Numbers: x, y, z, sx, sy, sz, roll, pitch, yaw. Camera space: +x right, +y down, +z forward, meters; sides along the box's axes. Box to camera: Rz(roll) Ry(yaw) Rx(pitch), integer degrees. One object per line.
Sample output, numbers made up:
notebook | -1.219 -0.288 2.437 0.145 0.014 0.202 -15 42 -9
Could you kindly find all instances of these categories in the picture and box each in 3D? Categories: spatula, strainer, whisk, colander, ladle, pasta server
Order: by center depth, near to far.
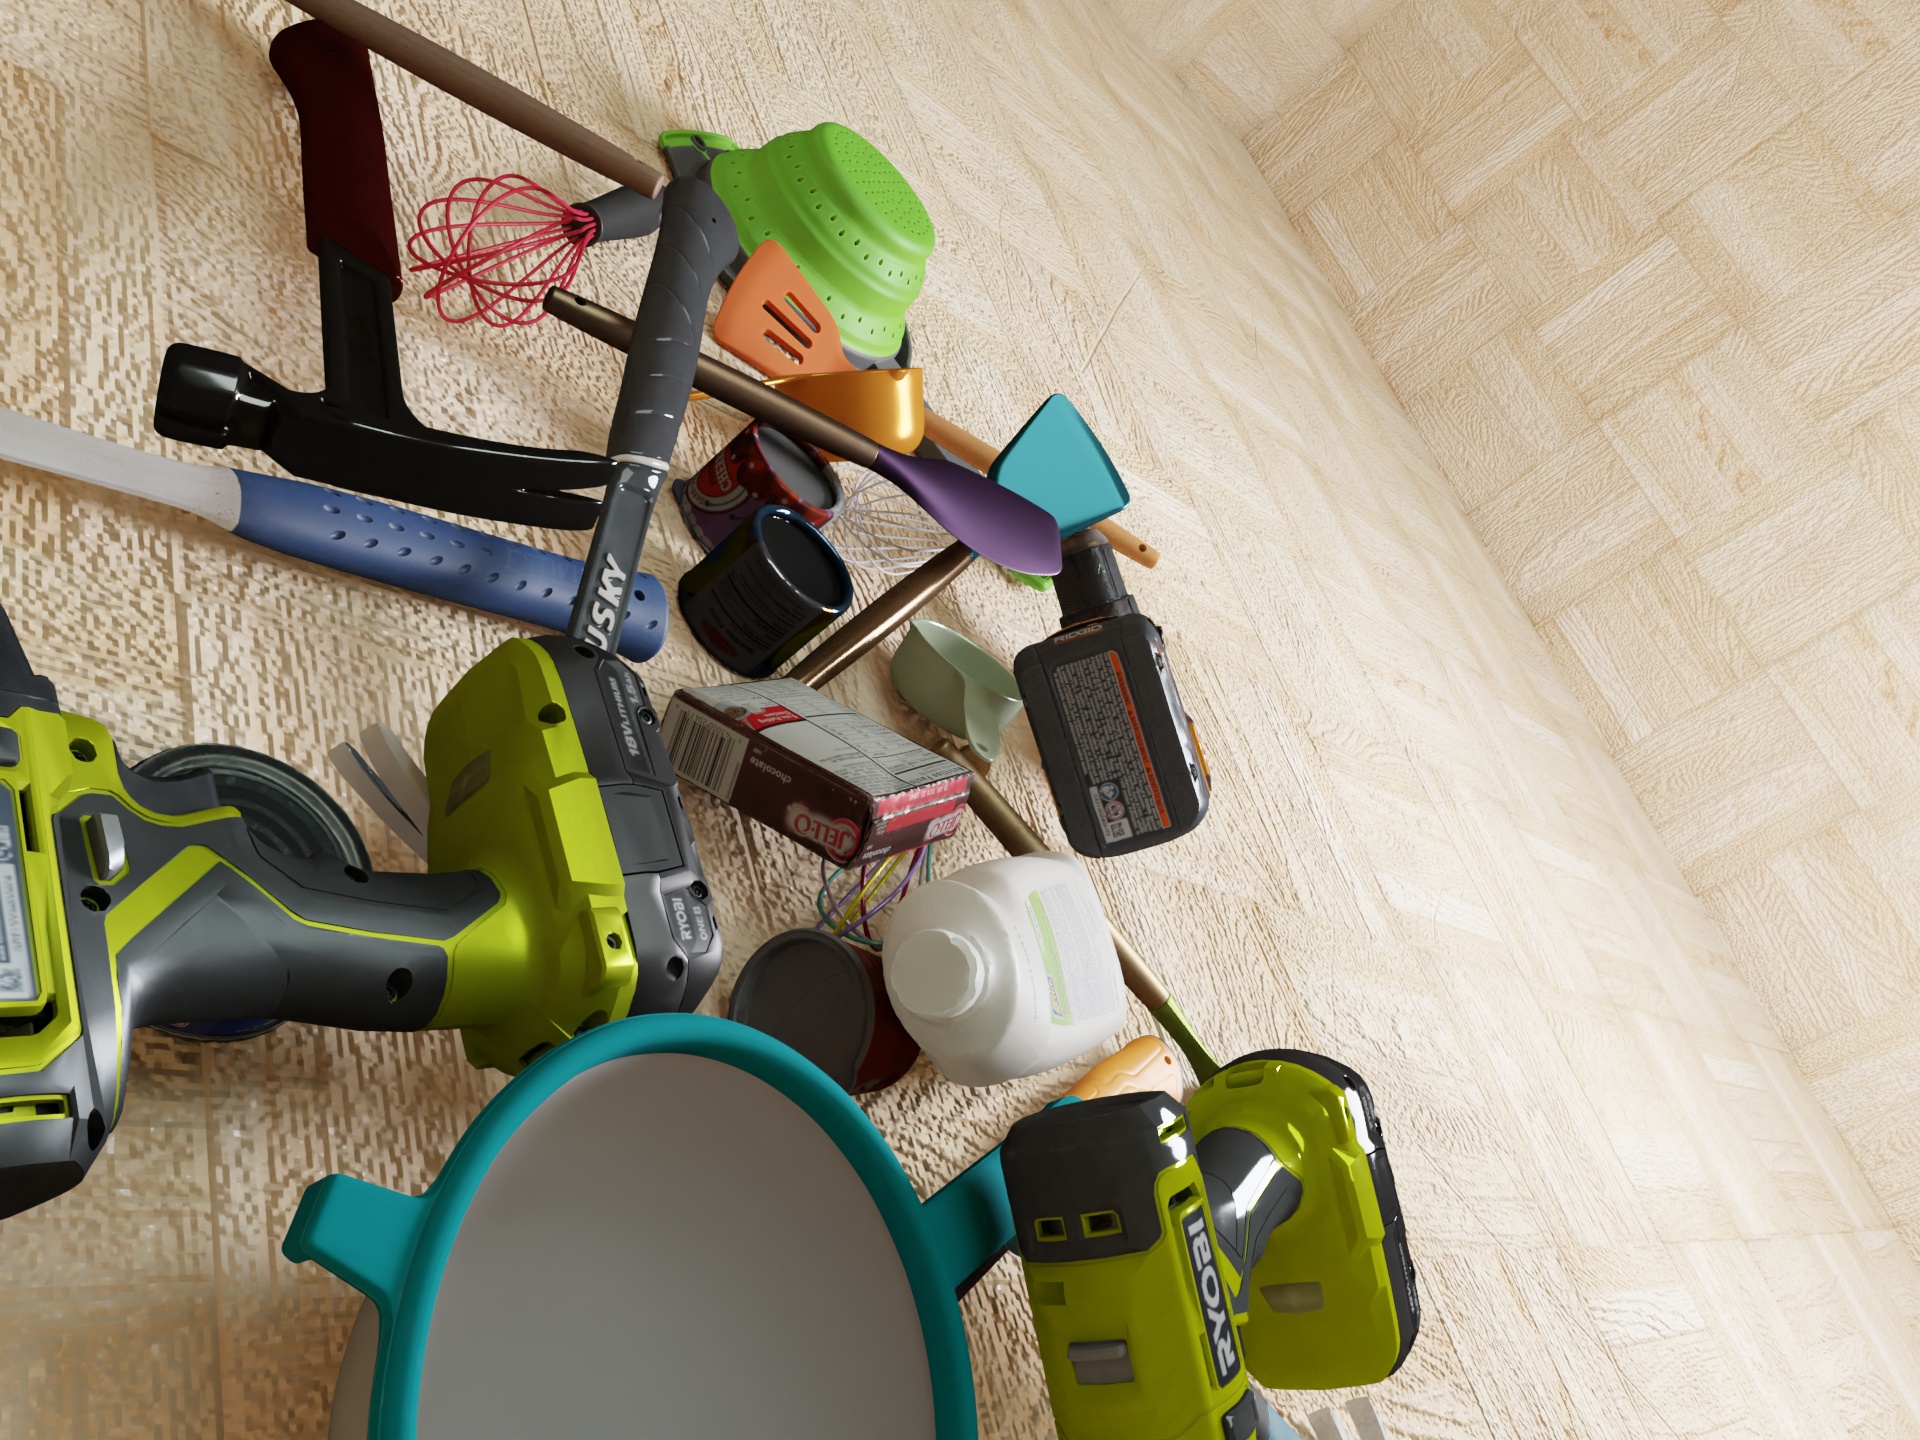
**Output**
strainer | -0.062 0.187 0.488 0.340 0.095 0.211 -13 81 -61
pasta server | -0.280 -0.332 0.736 0.316 0.040 0.060 27 23 -8
whisk | -0.019 0.054 0.770 0.245 0.051 0.047 -49 144 -68
spatula | -0.067 -0.145 0.820 0.315 0.018 0.060 22 50 -31
ladle | 0.095 0.120 0.834 0.320 0.078 0.062 49 66 -17
whisk | -0.207 -0.258 0.837 0.073 0.073 0.296 48 22 -11
spatula | -0.007 -0.086 0.870 0.082 0.044 0.317 56 42 -9
whisk | 0.014 -0.114 0.993 0.284 0.070 0.070 3 56 -54
spatula | -0.006 -0.184 1.011 0.322 0.041 0.081 30 69 -11
colander | -0.035 -0.267 1.075 0.397 0.094 0.204 53 27 -1

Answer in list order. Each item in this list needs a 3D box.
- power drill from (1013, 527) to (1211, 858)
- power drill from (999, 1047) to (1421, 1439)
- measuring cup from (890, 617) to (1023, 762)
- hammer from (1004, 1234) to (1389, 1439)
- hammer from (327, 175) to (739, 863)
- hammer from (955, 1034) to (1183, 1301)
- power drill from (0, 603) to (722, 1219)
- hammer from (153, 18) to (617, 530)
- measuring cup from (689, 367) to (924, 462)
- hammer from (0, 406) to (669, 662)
power drill | 0.086 -0.023 0.913 0.226 0.084 0.185 -32 105 -79
power drill | 0.100 0.221 0.584 0.228 0.080 0.190 1 75 -61
measuring cup | -0.001 -0.003 0.838 0.083 0.038 0.168 32 17 -15
hammer | 0.117 0.295 0.681 0.330 0.033 0.128 50 24 -24
hammer | -0.144 -0.095 0.668 0.149 0.036 0.409 38 42 -37
hammer | 0.022 0.196 0.687 0.127 0.034 0.337 59 27 8
power drill | -0.185 0.031 0.428 0.223 0.080 0.171 5 58 -49
hammer | -0.243 -0.204 0.658 0.149 0.036 0.360 9 37 -31
measuring cup | -0.094 -0.169 0.906 0.173 0.095 0.052 -19 110 -42
hammer | -0.267 -0.086 0.557 0.405 0.035 0.144 16 45 -51
